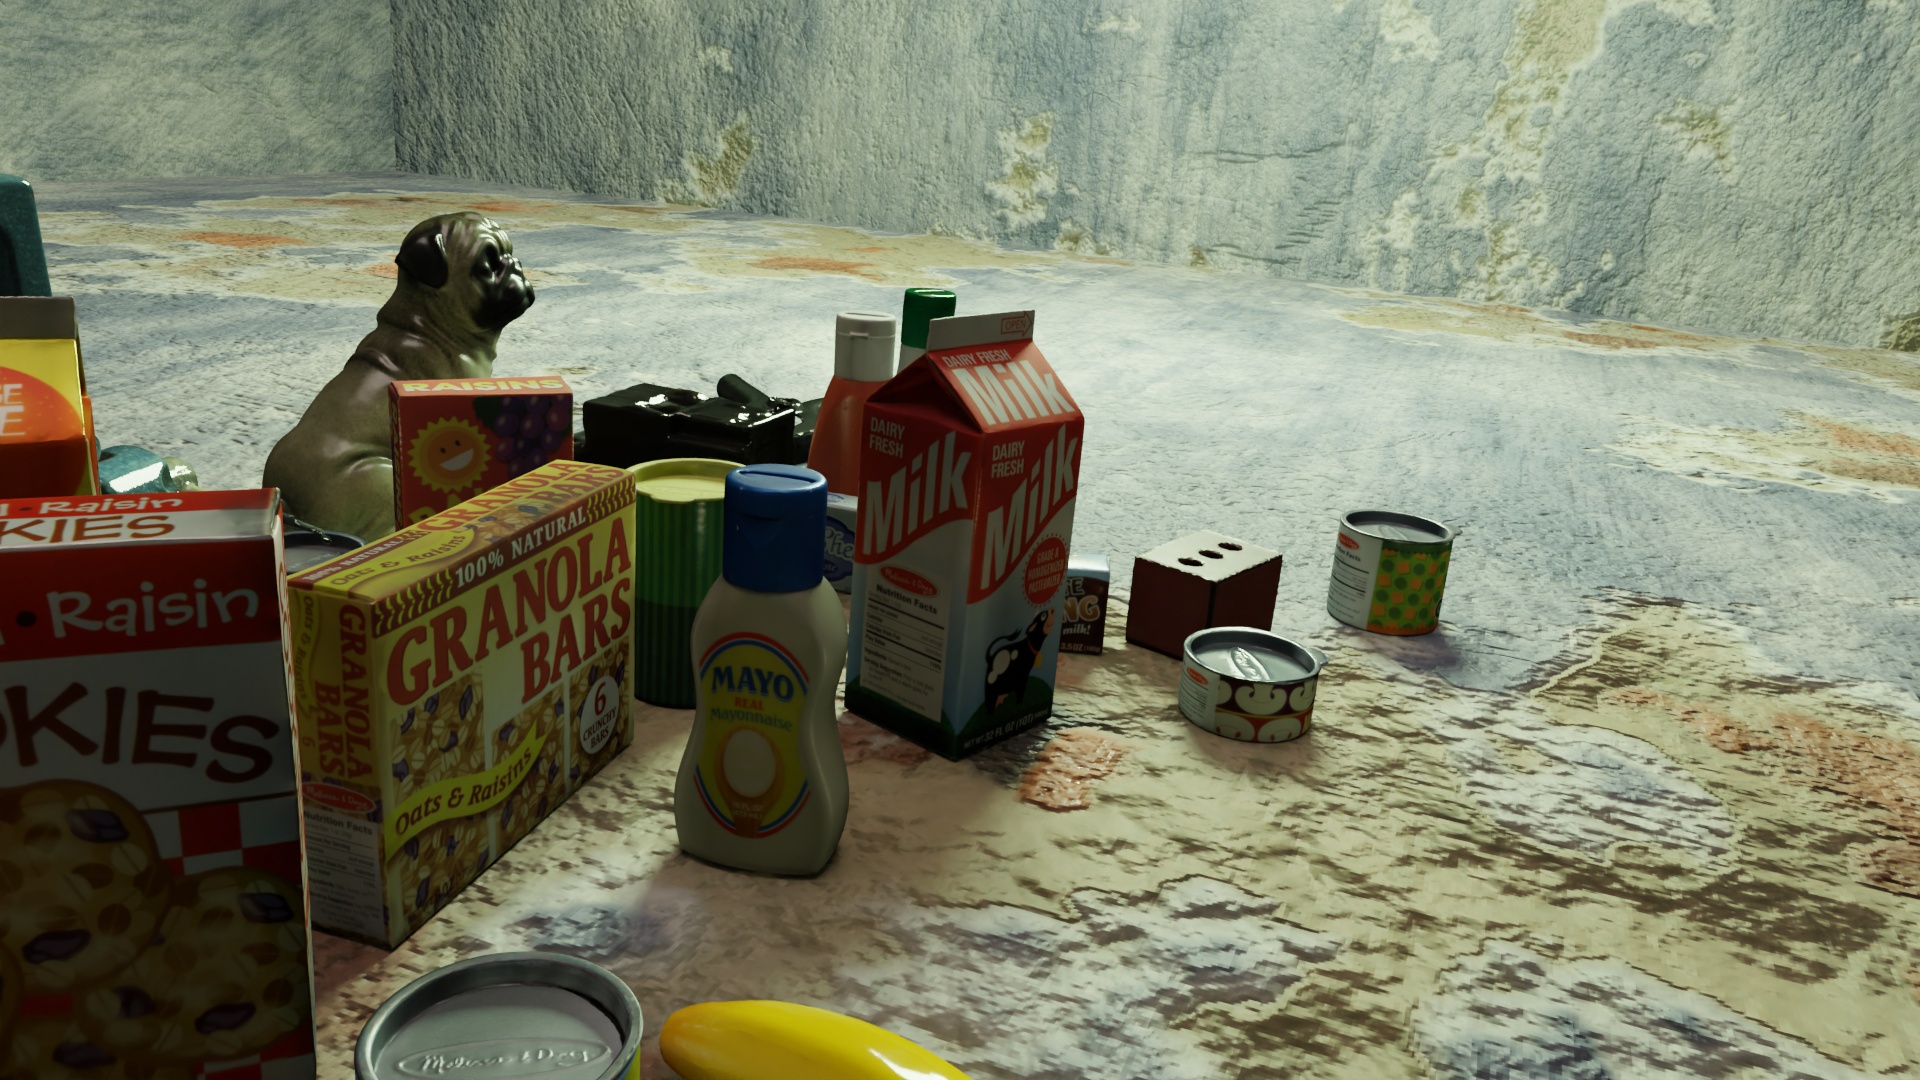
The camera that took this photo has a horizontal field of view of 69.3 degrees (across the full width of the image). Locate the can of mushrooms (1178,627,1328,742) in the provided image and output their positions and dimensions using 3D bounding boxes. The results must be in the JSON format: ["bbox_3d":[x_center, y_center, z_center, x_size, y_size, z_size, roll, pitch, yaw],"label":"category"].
[{"bbox_3d":[0.143,0.070,0.678,0.071,0.033,0.071,4,18,-1],"label":"can of mushrooms"}]

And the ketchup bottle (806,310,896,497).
[{"bbox_3d":[-0.062,-0.065,0.855,0.065,0.148,0.044,7,18,6],"label":"ketchup bottle"}]

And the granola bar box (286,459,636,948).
[{"bbox_3d":[-0.176,0.050,0.513,0.039,0.123,0.166,9,18,13],"label":"granola bar box"}]

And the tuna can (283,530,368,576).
[{"bbox_3d":[-0.340,0.019,0.713,0.071,0.032,0.071,4,18,-1],"label":"tuna can"}]

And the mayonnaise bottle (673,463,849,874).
[{"bbox_3d":[-0.071,0.047,0.508,0.065,0.147,0.041,8,18,9],"label":"mayonnaise bottle"}]

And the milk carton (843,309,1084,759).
[{"bbox_3d":[0.002,-0.008,0.628,0.073,0.189,0.072,19,22,38],"label":"milk carton"}]

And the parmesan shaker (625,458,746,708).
[{"bbox_3d":[-0.127,0.020,0.651,0.071,0.102,0.071,4,18,-1],"label":"parmesan shaker"}]

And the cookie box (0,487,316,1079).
[{"bbox_3d":[-0.237,0.073,0.356,0.123,0.166,0.040,-4,19,-24],"label":"cookie box"}]

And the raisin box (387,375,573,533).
[{"bbox_3d":[-0.243,-0.020,0.711,0.086,0.123,0.040,-4,20,-27],"label":"raisin box"}]

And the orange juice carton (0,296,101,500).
[{"bbox_3d":[-0.339,0.010,0.483,0.072,0.192,0.073,-6,20,-31],"label":"orange juice carton"}]

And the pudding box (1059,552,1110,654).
[{"bbox_3d":[0.038,0.031,0.746,0.084,0.049,0.030,5,18,2],"label":"pudding box"}]

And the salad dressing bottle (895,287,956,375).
[{"bbox_3d":[-0.027,-0.102,0.980,0.064,0.147,0.044,-8,22,-36],"label":"salad dressing bottle"}]

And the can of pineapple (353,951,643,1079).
[{"bbox_3d":[-0.113,0.146,0.341,0.071,0.057,0.071,4,18,-1],"label":"can of pineapple"}]

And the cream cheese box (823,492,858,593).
[{"bbox_3d":[-0.083,-0.001,0.807,0.104,0.053,0.024,10,18,16],"label":"cream cheese box"}]

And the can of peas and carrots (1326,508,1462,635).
[{"bbox_3d":[0.257,0.018,0.825,0.071,0.058,0.071,4,18,-1],"label":"can of peas and carrots"}]
